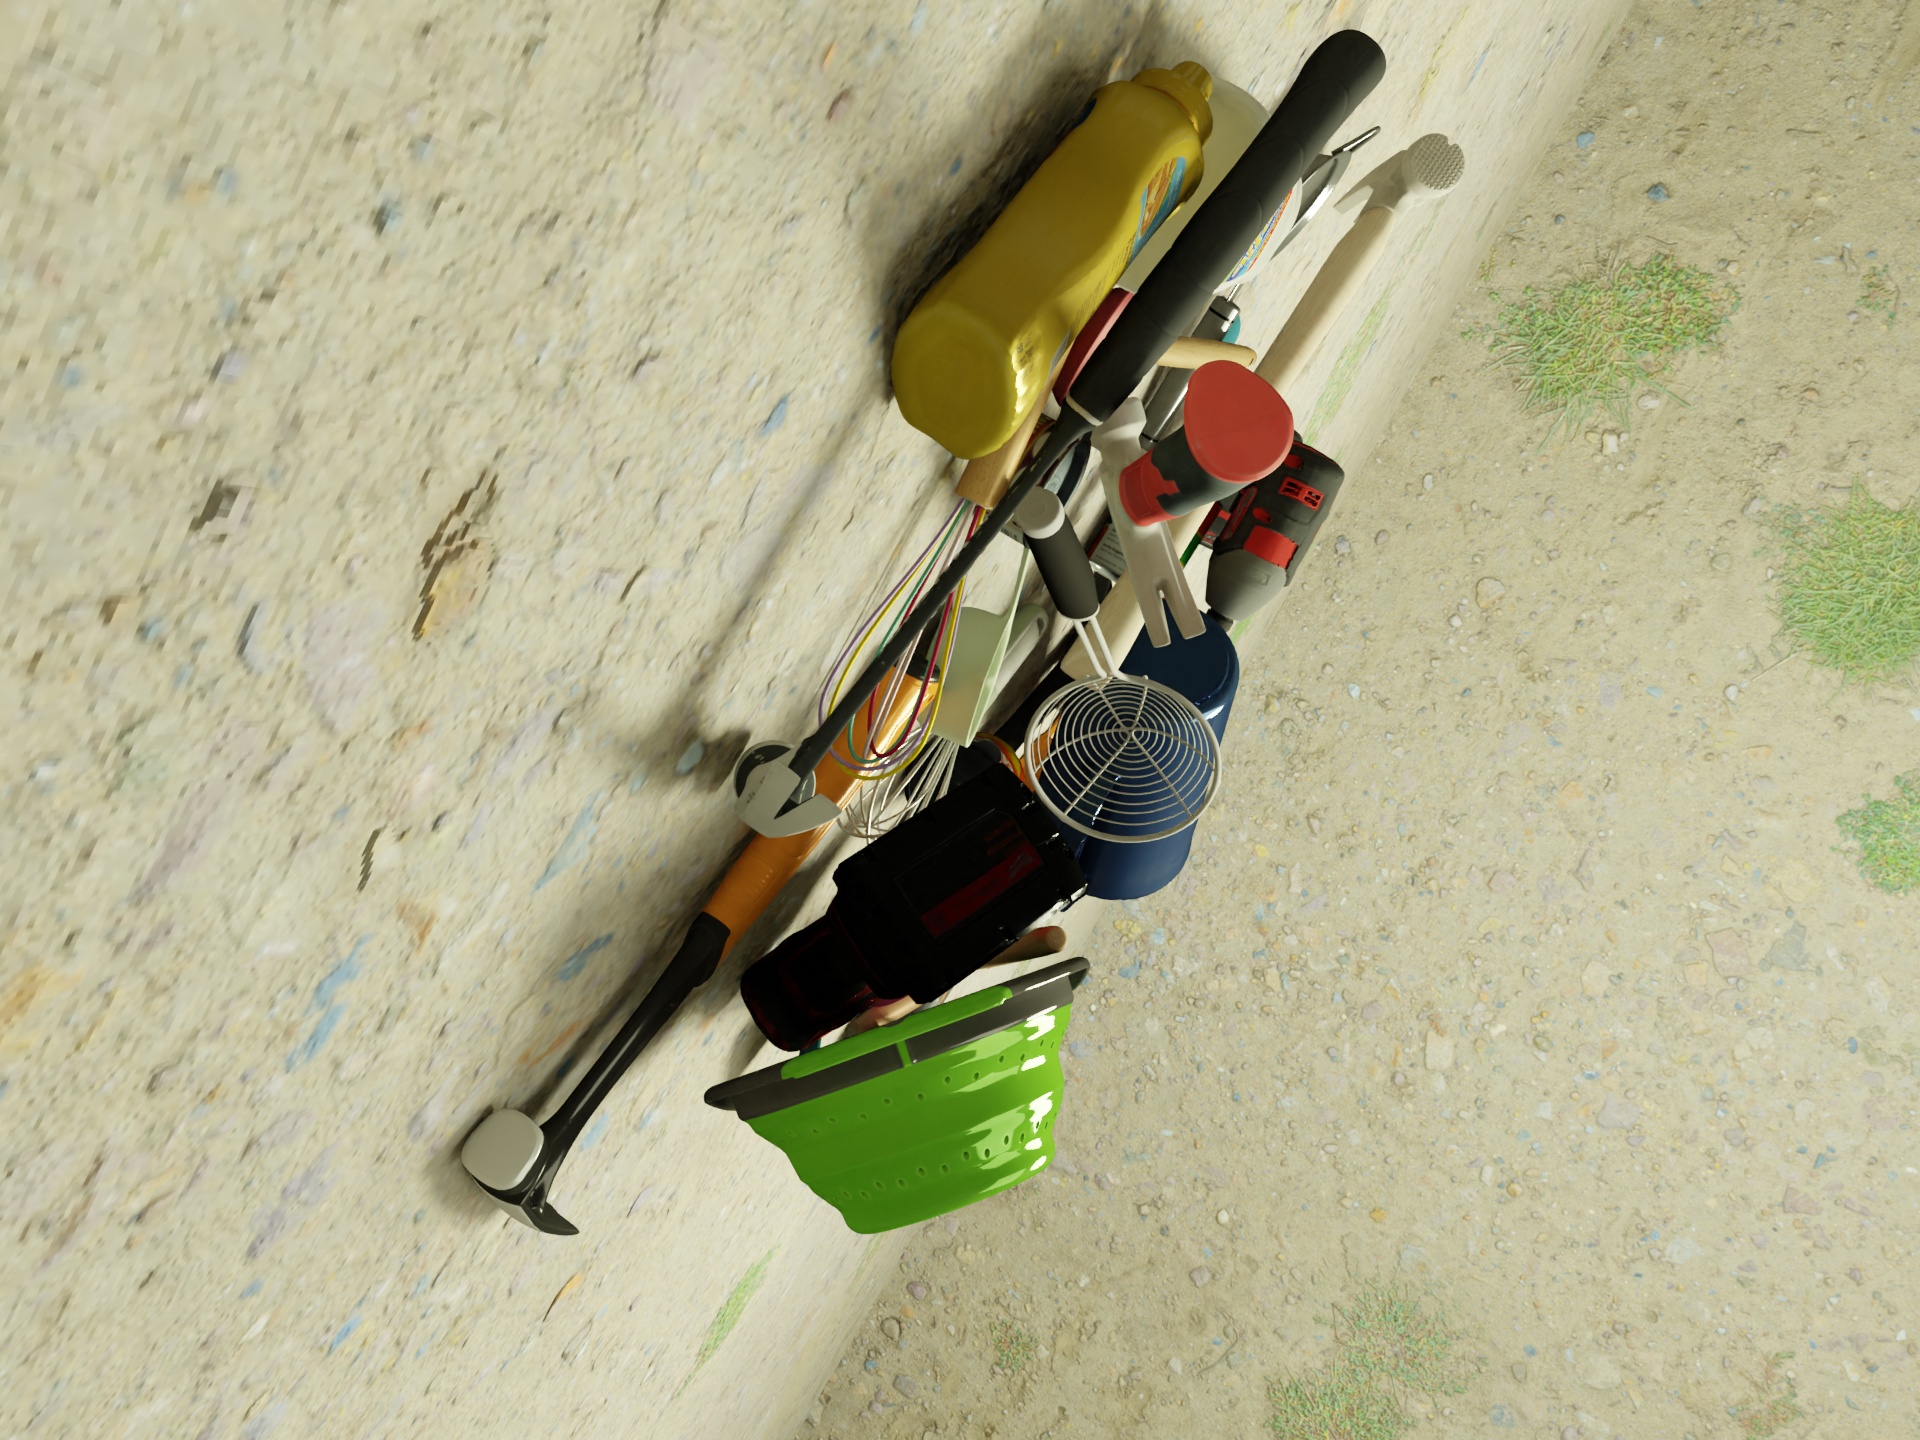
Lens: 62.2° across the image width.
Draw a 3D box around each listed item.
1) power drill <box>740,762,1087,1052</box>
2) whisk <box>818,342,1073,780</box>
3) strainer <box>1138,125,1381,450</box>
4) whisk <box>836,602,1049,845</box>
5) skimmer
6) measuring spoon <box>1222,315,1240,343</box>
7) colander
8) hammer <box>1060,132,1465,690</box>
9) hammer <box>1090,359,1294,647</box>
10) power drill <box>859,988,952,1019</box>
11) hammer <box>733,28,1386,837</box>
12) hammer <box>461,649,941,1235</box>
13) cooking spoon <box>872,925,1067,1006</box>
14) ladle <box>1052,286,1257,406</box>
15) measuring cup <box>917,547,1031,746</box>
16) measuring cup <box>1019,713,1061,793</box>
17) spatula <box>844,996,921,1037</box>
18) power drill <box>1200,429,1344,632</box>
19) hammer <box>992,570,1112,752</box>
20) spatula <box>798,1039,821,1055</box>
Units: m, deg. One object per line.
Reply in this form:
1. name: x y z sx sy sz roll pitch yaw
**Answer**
1. power drill: -0.016 0.100 0.877 0.188 0.080 0.226 -32 174 -28
2. whisk: 0.001 -0.083 0.760 0.051 0.047 0.245 20 97 -44
3. strainer: 0.170 -0.269 1.008 0.258 0.050 0.087 -58 167 24
4. whisk: -0.002 -0.003 0.954 0.246 0.059 0.057 -52 139 -46
5. skimmer: 0.075 -0.016 0.901 0.363 0.127 0.090 54 40 -68
6. measuring spoon: 0.181 -0.250 1.133 0.042 0.021 0.128 -55 166 -18
7. colander: -0.020 0.210 0.877 0.204 0.094 0.397 -19 170 -5
8. hammer: 0.188 -0.199 1.063 0.410 0.038 0.146 -57 -171 -2
9. hammer: 0.104 -0.099 0.741 0.038 0.143 0.386 -18 -175 2
10. power drill: -0.006 0.196 1.329 0.226 0.084 0.164 -67 166 18
11. hammer: 0.040 -0.116 0.651 0.409 0.036 0.149 -52 -171 -1
12. hammer: -0.111 0.097 0.779 0.337 0.034 0.127 -53 166 -25
13. cooking spoon: 0.000 0.143 0.956 0.069 0.017 0.319 -39 -178 -22
14. ladle: 0.118 -0.210 0.900 0.069 0.031 0.315 -56 164 24
15. measuring cup: 0.013 -0.070 0.885 0.083 0.038 0.167 -1 108 -85
16. measuring cup: 0.096 0.028 1.388 0.174 0.052 0.095 -54 167 -12
17. spatula: -0.002 0.182 1.176 0.316 0.018 0.059 -17 132 -63
18. power drill: 0.215 -0.155 1.196 0.220 0.078 0.143 -87 -158 -69
19. hammer: 0.032 0.016 1.151 0.335 0.035 0.146 -47 163 -44
20. spatula: -0.041 0.135 1.123 0.318 0.044 0.082 -50 169 -40
